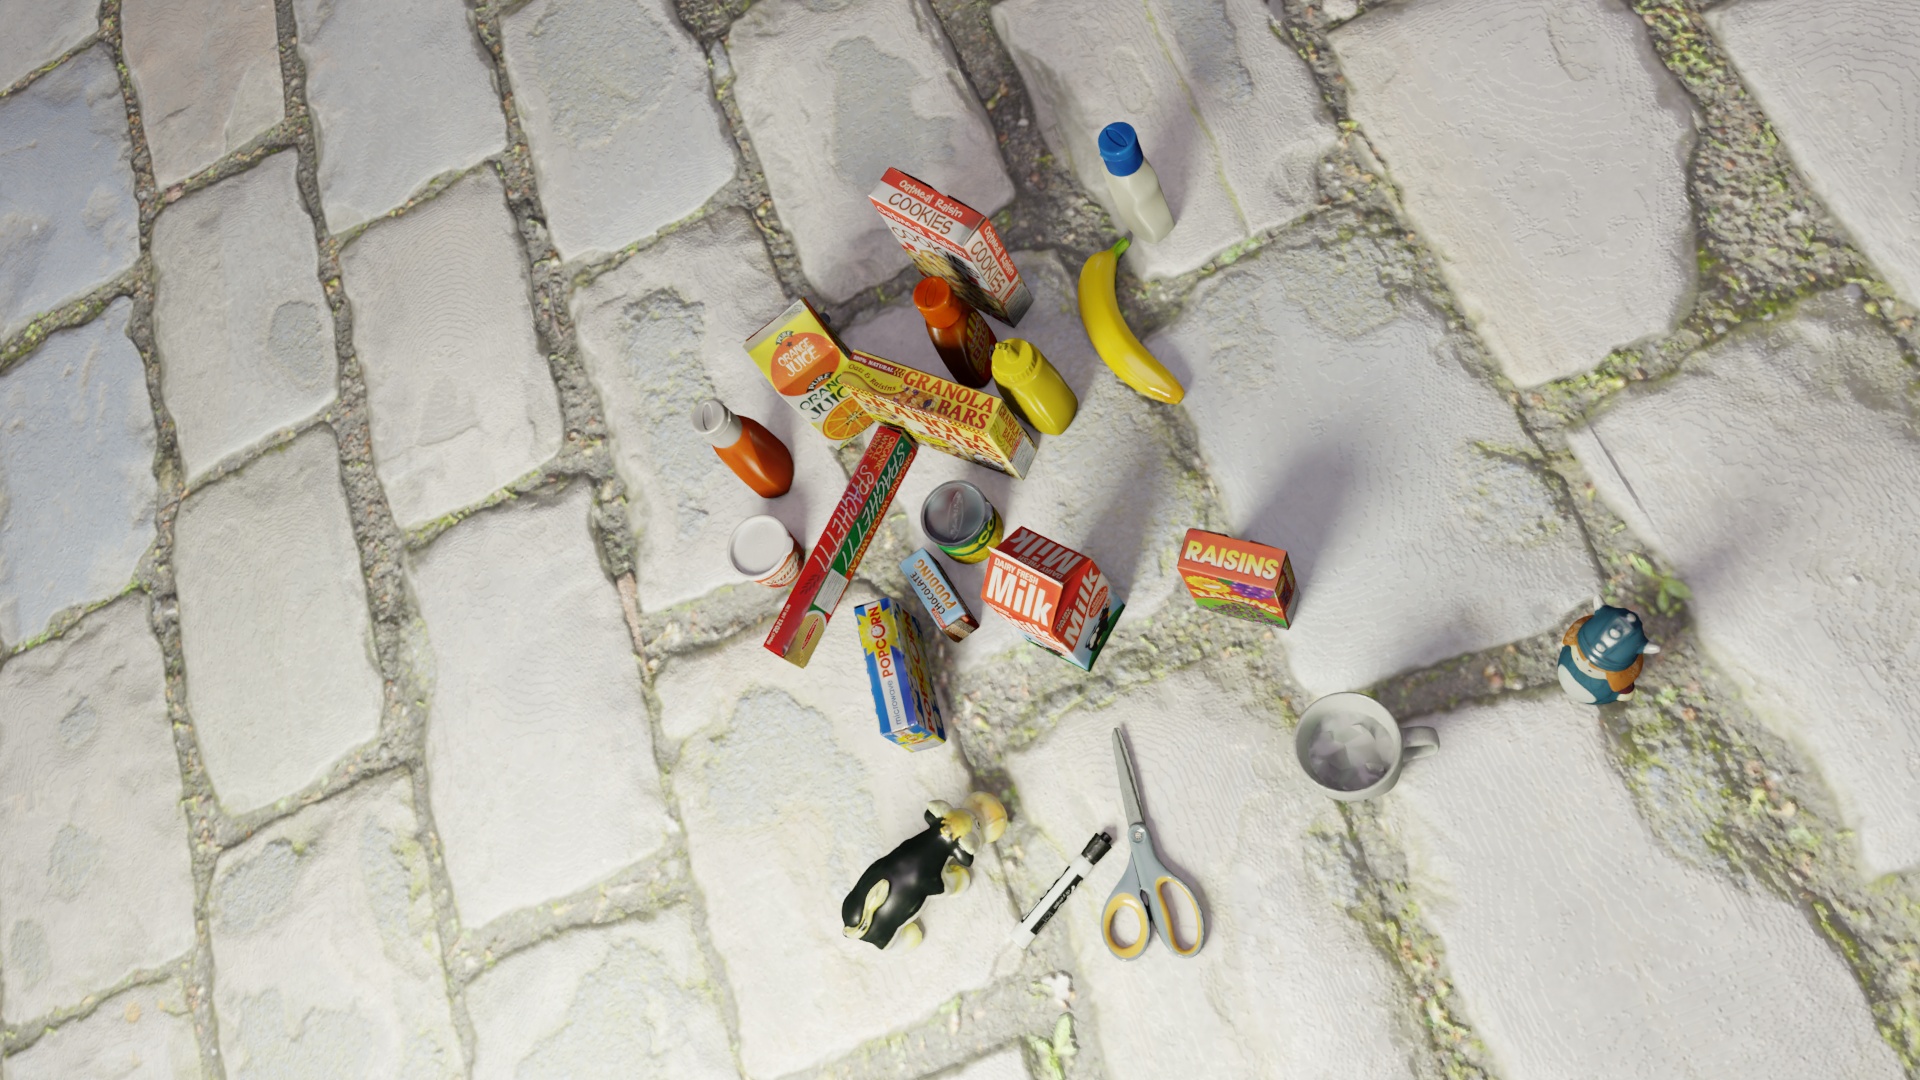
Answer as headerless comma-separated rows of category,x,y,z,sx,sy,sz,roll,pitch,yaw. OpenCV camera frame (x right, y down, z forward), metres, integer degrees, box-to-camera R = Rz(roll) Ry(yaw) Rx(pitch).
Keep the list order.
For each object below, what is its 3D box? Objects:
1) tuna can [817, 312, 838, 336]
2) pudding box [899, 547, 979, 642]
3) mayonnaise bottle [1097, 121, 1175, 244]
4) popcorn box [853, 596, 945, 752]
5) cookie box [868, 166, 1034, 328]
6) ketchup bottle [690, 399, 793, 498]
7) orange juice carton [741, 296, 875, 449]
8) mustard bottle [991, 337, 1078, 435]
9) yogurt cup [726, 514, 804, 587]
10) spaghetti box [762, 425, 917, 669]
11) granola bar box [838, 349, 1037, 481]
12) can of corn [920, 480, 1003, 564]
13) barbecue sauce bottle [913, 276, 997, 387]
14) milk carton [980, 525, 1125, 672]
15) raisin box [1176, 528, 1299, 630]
tuna can,-0.160,-0.207,1.458,0.071,0.032,0.071,-6,69,17
pudding box,-0.020,0.051,1.307,0.030,0.049,0.084,-36,64,4
mayonnaise bottle,0.166,-0.344,1.332,0.041,0.148,0.065,-42,64,1
popcorn box,-0.055,0.124,1.273,0.038,0.085,0.127,-19,66,12
cookie box,-0.006,-0.285,1.359,0.123,0.167,0.040,33,85,26
ketchup bottle,-0.214,-0.094,1.371,0.043,0.148,0.065,-13,68,14
orange juice carton,-0.143,-0.168,1.349,0.072,0.192,0.073,-36,64,4
mustard bottle,0.063,-0.149,1.290,0.065,0.160,0.049,29,83,25
yogurt cup,-0.190,0.014,1.376,0.072,0.054,0.072,-6,69,17
spaghetti box,-0.115,0.005,1.356,0.029,0.050,0.250,22,79,24
granola bar box,-0.019,-0.120,1.327,0.166,0.124,0.039,21,80,24
can of corn,0.005,-0.017,1.318,0.071,0.058,0.071,-6,69,17
barbecue sauce bottle,-0.005,-0.204,1.339,0.043,0.148,0.065,5,73,21
milk carton,0.078,0.048,1.196,0.072,0.190,0.073,26,81,25
raisin box,0.239,0.034,1.184,0.086,0.123,0.040,15,77,23
